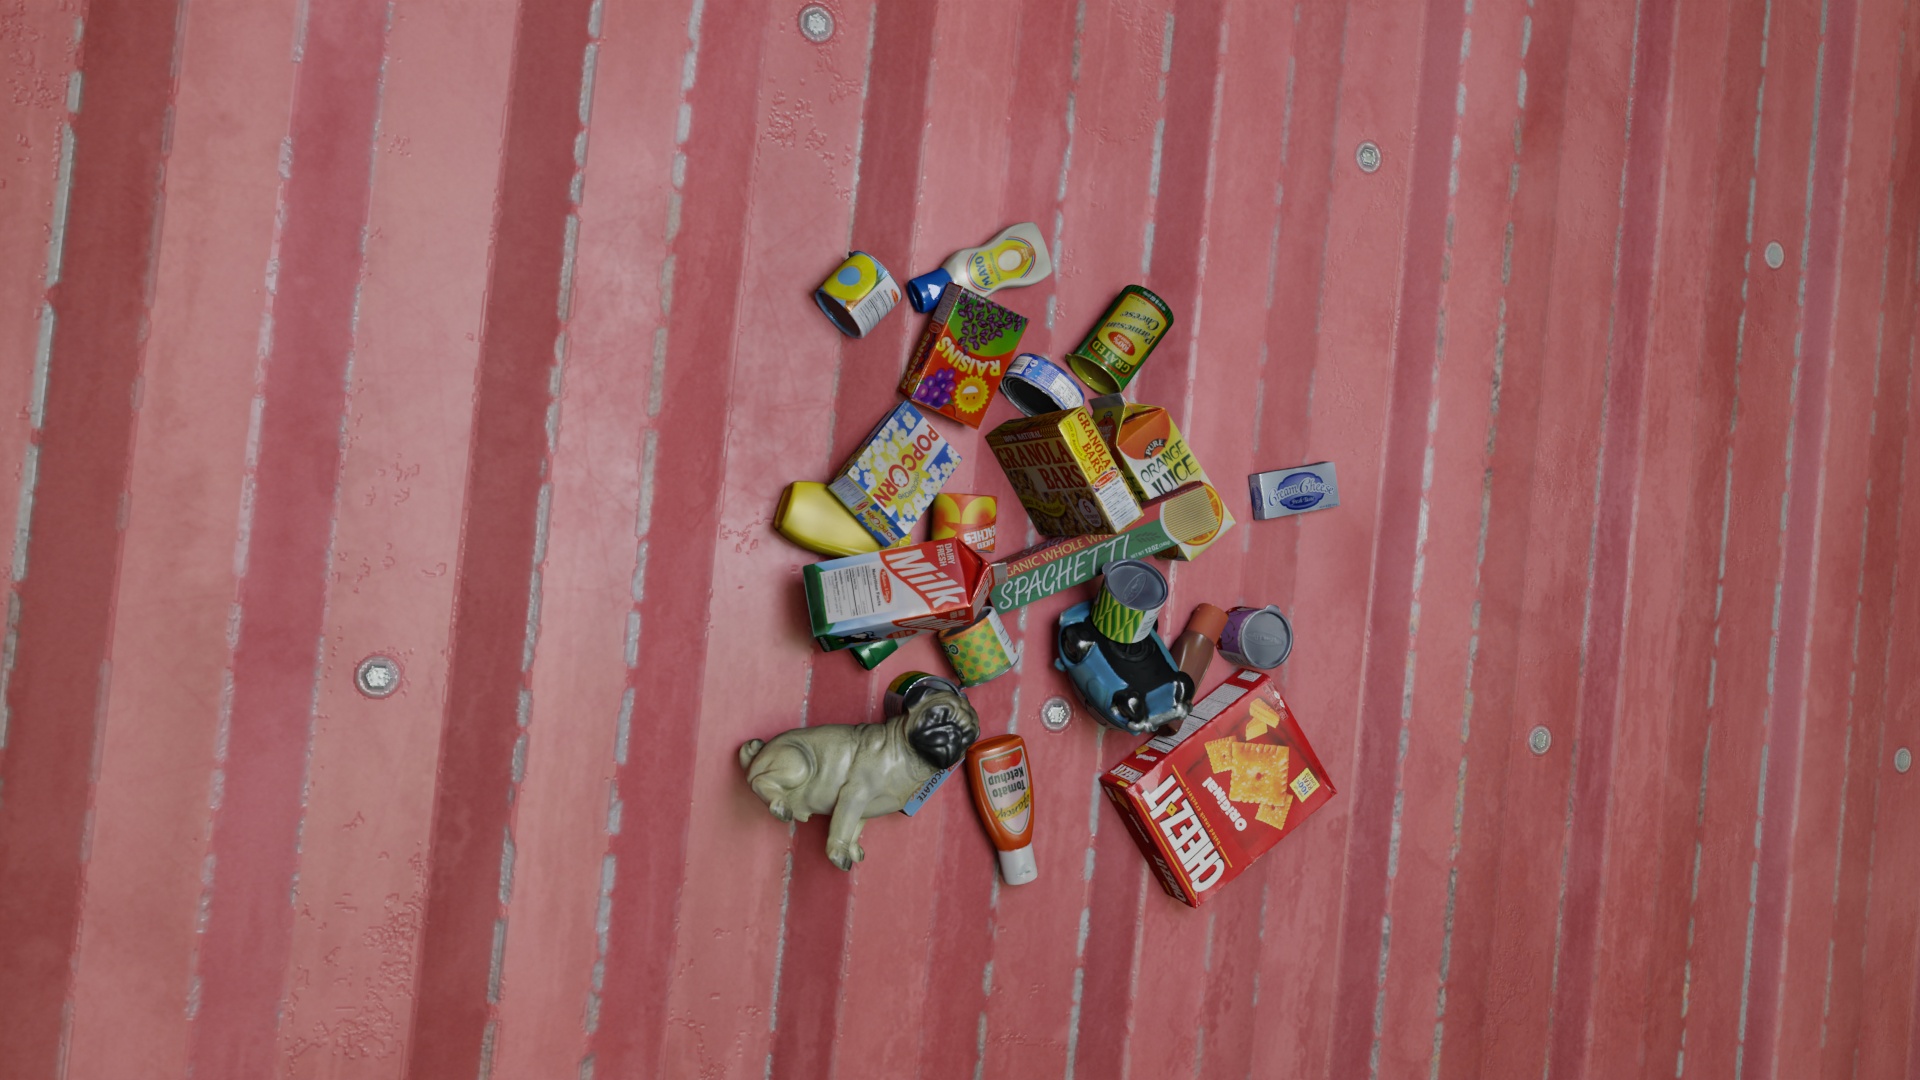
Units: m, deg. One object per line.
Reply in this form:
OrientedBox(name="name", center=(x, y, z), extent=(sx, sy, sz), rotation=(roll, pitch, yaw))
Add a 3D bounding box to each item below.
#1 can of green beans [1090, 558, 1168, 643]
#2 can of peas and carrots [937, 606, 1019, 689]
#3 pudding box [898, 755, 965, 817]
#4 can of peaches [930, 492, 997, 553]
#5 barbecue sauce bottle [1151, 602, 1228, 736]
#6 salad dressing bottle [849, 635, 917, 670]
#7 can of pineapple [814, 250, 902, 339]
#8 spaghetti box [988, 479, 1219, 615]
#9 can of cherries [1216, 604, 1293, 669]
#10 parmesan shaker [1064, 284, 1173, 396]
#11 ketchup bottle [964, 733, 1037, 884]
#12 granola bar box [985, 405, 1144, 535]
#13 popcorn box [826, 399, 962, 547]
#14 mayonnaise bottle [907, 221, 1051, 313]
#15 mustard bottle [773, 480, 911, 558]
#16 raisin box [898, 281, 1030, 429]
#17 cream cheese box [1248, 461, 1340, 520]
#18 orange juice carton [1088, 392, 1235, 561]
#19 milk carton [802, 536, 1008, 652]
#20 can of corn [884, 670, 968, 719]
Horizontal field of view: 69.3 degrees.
OrientedBox(name="can of green beans", center=(0.170, 0.061, 1.407), extent=(0.071, 0.057, 0.071), rotation=(8, 48, -9))
OrientedBox(name="can of peas and carrots", center=(0.015, 0.108, 1.405), extent=(0.071, 0.071, 0.058), rotation=(-30, 101, -18))
OrientedBox(name="pudding box", center=(-0.038, 0.235, 1.394), extent=(0.084, 0.049, 0.030), rotation=(-46, 105, -15))
OrientedBox(name="can of peaches", center=(0.005, -0.018, 1.397), extent=(0.071, 0.071, 0.058), rotation=(4, 89, -22))
OrientedBox(name="barbecue sauce bottle", center=(0.242, 0.138, 1.500), extent=(0.043, 0.064, 0.149), rotation=(33, 70, -7))
OrientedBox(name="salad dressing bottle", center=(-0.045, 0.073, 1.392), extent=(0.148, 0.044, 0.064), rotation=(-37, 116, -15))
OrientedBox(name="can of pineapple", center=(-0.101, -0.240, 1.356), extent=(0.058, 0.071, 0.071), rotation=(-47, 106, -14))
OrientedBox(name="spaghetti box", center=(0.141, 0.008, 1.427), extent=(0.250, 0.029, 0.050), rotation=(-22, 103, 2))
OrientedBox(name="can of cherries", center=(0.324, 0.104, 1.532), extent=(0.071, 0.058, 0.071), rotation=(0, 91, -21))
OrientedBox(name="parmesan shaker", center=(0.168, -0.213, 1.463), extent=(0.071, 0.071, 0.103), rotation=(41, 76, -17))
OrientedBox(name="ketchup bottle", center=(0.048, 0.278, 1.432), extent=(0.065, 0.043, 0.148), rotation=(-14, 96, -21))
OrientedBox(name="granola bar box", center=(0.101, -0.066, 1.384), extent=(0.039, 0.165, 0.124), rotation=(-34, 103, -20))
OrientedBox(name="popcorn box", center=(-0.062, -0.067, 1.359), extent=(0.085, 0.038, 0.127), rotation=(47, 48, -14))
OrientedBox(name="mayonnaise bottle", center=(0.018, -0.273, 1.415), extent=(0.148, 0.041, 0.064), rotation=(-25, 103, -19))
OrientedBox(name="mustard bottle", center=(-0.101, -0.008, 1.366), extent=(0.160, 0.048, 0.065), rotation=(22, 78, -21))
OrientedBox(name="raisin box", center=(0.004, -0.185, 1.390), extent=(0.086, 0.040, 0.123), rotation=(21, 99, -30))
OrientedBox(name="cream cheese box", center=(0.377, -0.057, 1.570), extent=(0.104, 0.024, 0.053), rotation=(-10, 93, -21))
OrientedBox(name="orange juice carton", center=(0.202, -0.074, 1.474), extent=(0.073, 0.072, 0.192), rotation=(-39, 104, -17))
OrientedBox(name="milk carton", center=(-0.048, 0.049, 1.334), extent=(0.191, 0.072, 0.073), rotation=(-11, 73, -1))
OrientedBox(name="can of corn", center=(-0.035, 0.165, 1.389), extent=(0.071, 0.058, 0.071), rotation=(0, 91, -22))
